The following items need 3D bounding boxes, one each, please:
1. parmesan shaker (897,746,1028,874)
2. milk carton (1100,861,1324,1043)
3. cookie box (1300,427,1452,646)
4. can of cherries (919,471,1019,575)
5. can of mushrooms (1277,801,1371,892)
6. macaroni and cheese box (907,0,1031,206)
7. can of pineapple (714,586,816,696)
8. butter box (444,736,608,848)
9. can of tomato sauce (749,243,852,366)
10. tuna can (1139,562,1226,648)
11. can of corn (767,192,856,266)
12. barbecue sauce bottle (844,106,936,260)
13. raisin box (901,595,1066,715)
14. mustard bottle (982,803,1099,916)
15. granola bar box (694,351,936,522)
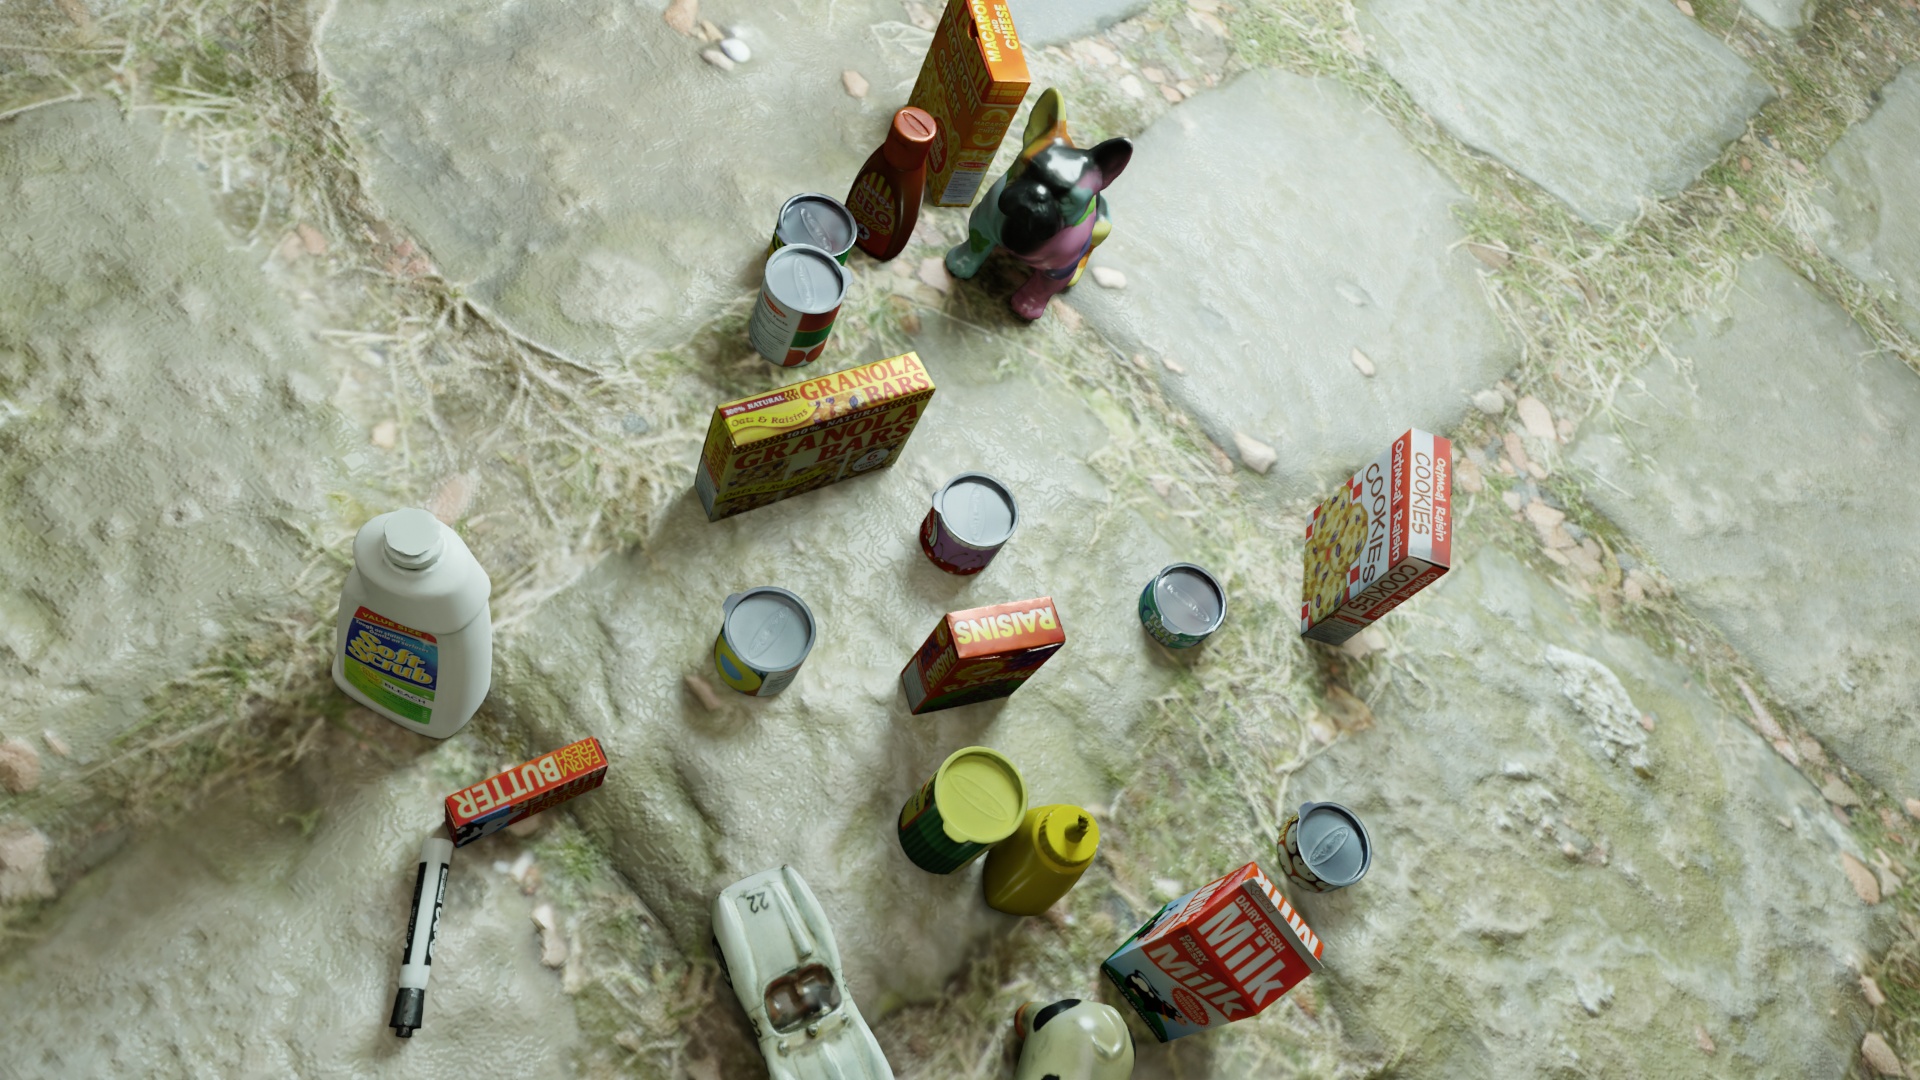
[{"bbox_3d":[-0.002,0.193,0.974,0.071,0.102,0.071,8,62,-15],"label":"parmesan shaker"},{"bbox_3d":[0.176,0.278,0.943,0.074,0.189,0.072,-33,79,-29],"label":"milk carton"},{"bbox_3d":[0.345,0.000,1.155,0.040,0.166,0.123,17,60,-10],"label":"cookie box"},{"bbox_3d":[0.004,-0.014,1.107,0.071,0.058,0.072,8,62,-15],"label":"can of cherries"},{"bbox_3d":[0.284,0.240,1.091,0.071,0.033,0.071,8,62,-15],"label":"can of mushrooms"},{"bbox_3d":[0.004,-0.398,1.238,0.040,0.165,0.124,-5,67,-21],"label":"macaroni and cheese box"},{"bbox_3d":[-0.144,0.073,1.012,0.071,0.057,0.071,8,62,-15],"label":"can of pineapple"},{"bbox_3d":[-0.287,0.166,0.918,0.104,0.053,0.024,-22,74,-27],"label":"butter box"},{"bbox_3d":[-0.132,-0.191,1.134,0.071,0.082,0.071,8,62,-15],"label":"can of tomato sauce"},{"bbox_3d":[0.182,0.056,1.149,0.071,0.032,0.071,8,62,-15],"label":"tuna can"},{"bbox_3d":[-0.129,-0.251,1.180,0.071,0.058,0.071,8,62,-15],"label":"can of corn"},{"bbox_3d":[-0.057,-0.304,1.180,0.065,0.147,0.044,44,59,5],"label":"barbecue sauce bottle"},{"bbox_3d":[0.014,0.086,1.022,0.086,0.122,0.040,-8,68,-22],"label":"raisin box"},{"bbox_3d":[0.059,0.214,0.952,0.049,0.159,0.065,13,61,-13],"label":"mustard bottle"},{"bbox_3d":[-0.114,-0.080,1.061,0.166,0.123,0.039,-19,73,-26],"label":"granola bar box"}]
